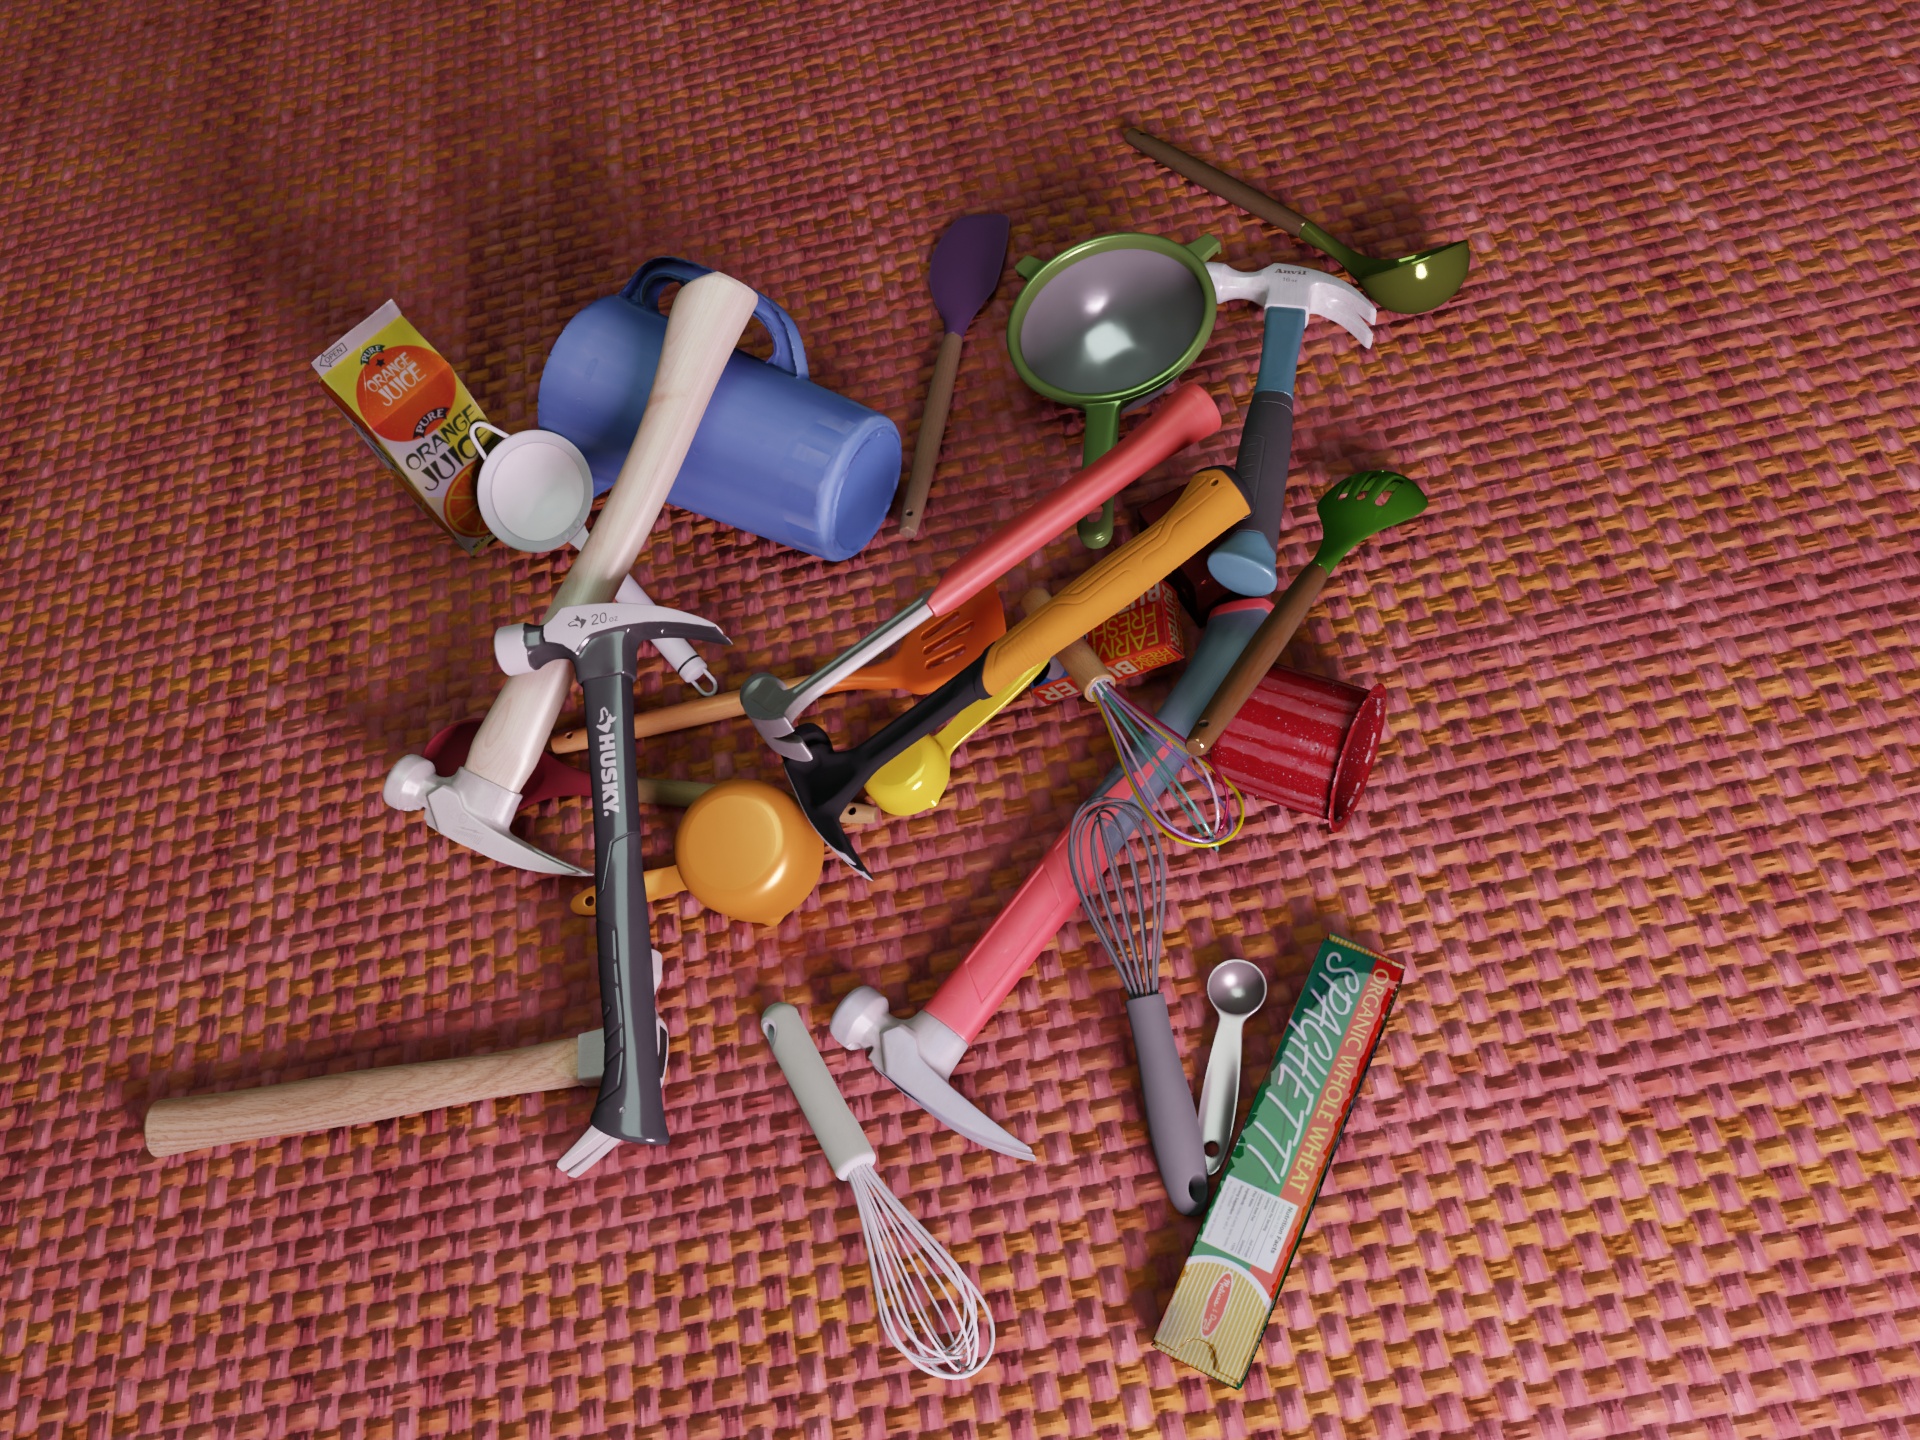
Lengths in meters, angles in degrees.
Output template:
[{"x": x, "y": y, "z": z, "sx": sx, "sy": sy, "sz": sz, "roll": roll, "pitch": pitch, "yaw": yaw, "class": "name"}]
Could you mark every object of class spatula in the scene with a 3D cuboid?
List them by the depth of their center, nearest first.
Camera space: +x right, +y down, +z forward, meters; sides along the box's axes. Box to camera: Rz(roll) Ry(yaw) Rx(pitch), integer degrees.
[{"x": -0.125, "y": -0.024, "z": 1.070, "sx": 0.322, "sy": 0.041, "sz": 0.081, "roll": -13, "pitch": 53, "yaw": 5, "class": "spatula"}, {"x": -0.012, "y": -0.268, "z": 1.198, "sx": 0.060, "sy": 0.018, "sz": 0.316, "roll": 2, "pitch": 60, "yaw": 15, "class": "spatula"}]

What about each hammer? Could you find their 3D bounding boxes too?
[{"x": -0.201, "y": 0.086, "z": 0.959, "sx": 0.146, "sy": 0.035, "sz": 0.335, "roll": -10, "pitch": 72, "yaw": 7, "class": "hammer"}, {"x": 0.094, "y": 0.079, "z": 0.973, "sx": 0.143, "sy": 0.038, "sz": 0.386, "roll": 32, "pitch": 71, "yaw": 23, "class": "hammer"}, {"x": -0.341, "y": 0.229, "z": 0.976, "sx": 0.331, "sy": 0.031, "sz": 0.130, "roll": -10, "pitch": 59, "yaw": 5, "class": "hammer"}, {"x": 0.040, "y": -0.041, "z": 0.976, "sx": 0.337, "sy": 0.034, "sz": 0.127, "roll": -37, "pitch": 43, "yaw": 4, "class": "hammer"}, {"x": 0.019, "y": -0.099, "z": 0.997, "sx": 0.359, "sy": 0.036, "sz": 0.149, "roll": -36, "pitch": 17, "yaw": -9, "class": "hammer"}, {"x": -0.227, "y": -0.101, "z": 1.047, "sx": 0.146, "sy": 0.038, "sz": 0.410, "roll": 25, "pitch": 87, "yaw": 10, "class": "hammer"}, {"x": 0.208, "y": -0.206, "z": 1.074, "sx": 0.128, "sy": 0.033, "sz": 0.331, "roll": 7, "pitch": 50, "yaw": 11, "class": "hammer"}]

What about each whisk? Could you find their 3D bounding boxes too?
[{"x": 0.106, "y": 0.157, "z": 0.898, "sx": 0.055, "sy": 0.055, "sz": 0.239, "roll": -12, "pitch": 78, "yaw": 4, "class": "whisk"}, {"x": -0.054, "y": 0.259, "z": 0.901, "sx": 0.059, "sy": 0.057, "sz": 0.247, "roll": -9, "pitch": 49, "yaw": -35, "class": "whisk"}, {"x": 0.098, "y": -0.006, "z": 0.964, "sx": 0.047, "sy": 0.051, "sz": 0.245, "roll": -41, "pitch": 46, "yaw": 9, "class": "whisk"}]

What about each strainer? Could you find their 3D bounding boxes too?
[{"x": -0.255, "y": -0.112, "z": 1.120, "sx": 0.087, "sy": 0.050, "sz": 0.258, "roll": -43, "pitch": 80, "yaw": 9, "class": "strainer"}, {"x": 0.108, "y": -0.224, "z": 1.123, "sx": 0.151, "sy": 0.069, "sz": 0.257, "roll": -2, "pitch": 65, "yaw": 18, "class": "strainer"}]

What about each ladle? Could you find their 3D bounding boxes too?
[{"x": -0.208, "y": 0.045, "z": 1.056, "sx": 0.315, "sy": 0.031, "sz": 0.069, "roll": 6, "pitch": 81, "yaw": 11, "class": "ladle"}, {"x": 0.243, "y": -0.392, "z": 1.198, "sx": 0.078, "sy": 0.062, "sz": 0.320, "roll": -28, "pitch": 54, "yaw": -31, "class": "ladle"}]

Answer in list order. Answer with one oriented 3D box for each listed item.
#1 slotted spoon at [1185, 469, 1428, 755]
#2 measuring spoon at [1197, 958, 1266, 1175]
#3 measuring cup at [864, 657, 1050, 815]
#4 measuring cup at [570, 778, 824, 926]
[{"x": 0.211, "y": -0.077, "z": 0.979, "sx": 0.070, "sy": 0.031, "sz": 0.314, "roll": 11, "pitch": 43, "yaw": 32, "class": "slotted spoon"}, {"x": 0.152, "y": 0.199, "z": 0.911, "sx": 0.034, "sy": 0.018, "sz": 0.124, "roll": 7, "pitch": 70, "yaw": 17, "class": "measuring spoon"}, {"x": -0.002, "y": -0.003, "z": 1.026, "sx": 0.156, "sy": 0.029, "sz": 0.062, "roll": -43, "pitch": 57, "yaw": 0, "class": "measuring cup"}, {"x": -0.175, "y": 0.092, "z": 1.001, "sx": 0.173, "sy": 0.052, "sz": 0.095, "roll": -16, "pitch": 74, "yaw": 7, "class": "measuring cup"}]
